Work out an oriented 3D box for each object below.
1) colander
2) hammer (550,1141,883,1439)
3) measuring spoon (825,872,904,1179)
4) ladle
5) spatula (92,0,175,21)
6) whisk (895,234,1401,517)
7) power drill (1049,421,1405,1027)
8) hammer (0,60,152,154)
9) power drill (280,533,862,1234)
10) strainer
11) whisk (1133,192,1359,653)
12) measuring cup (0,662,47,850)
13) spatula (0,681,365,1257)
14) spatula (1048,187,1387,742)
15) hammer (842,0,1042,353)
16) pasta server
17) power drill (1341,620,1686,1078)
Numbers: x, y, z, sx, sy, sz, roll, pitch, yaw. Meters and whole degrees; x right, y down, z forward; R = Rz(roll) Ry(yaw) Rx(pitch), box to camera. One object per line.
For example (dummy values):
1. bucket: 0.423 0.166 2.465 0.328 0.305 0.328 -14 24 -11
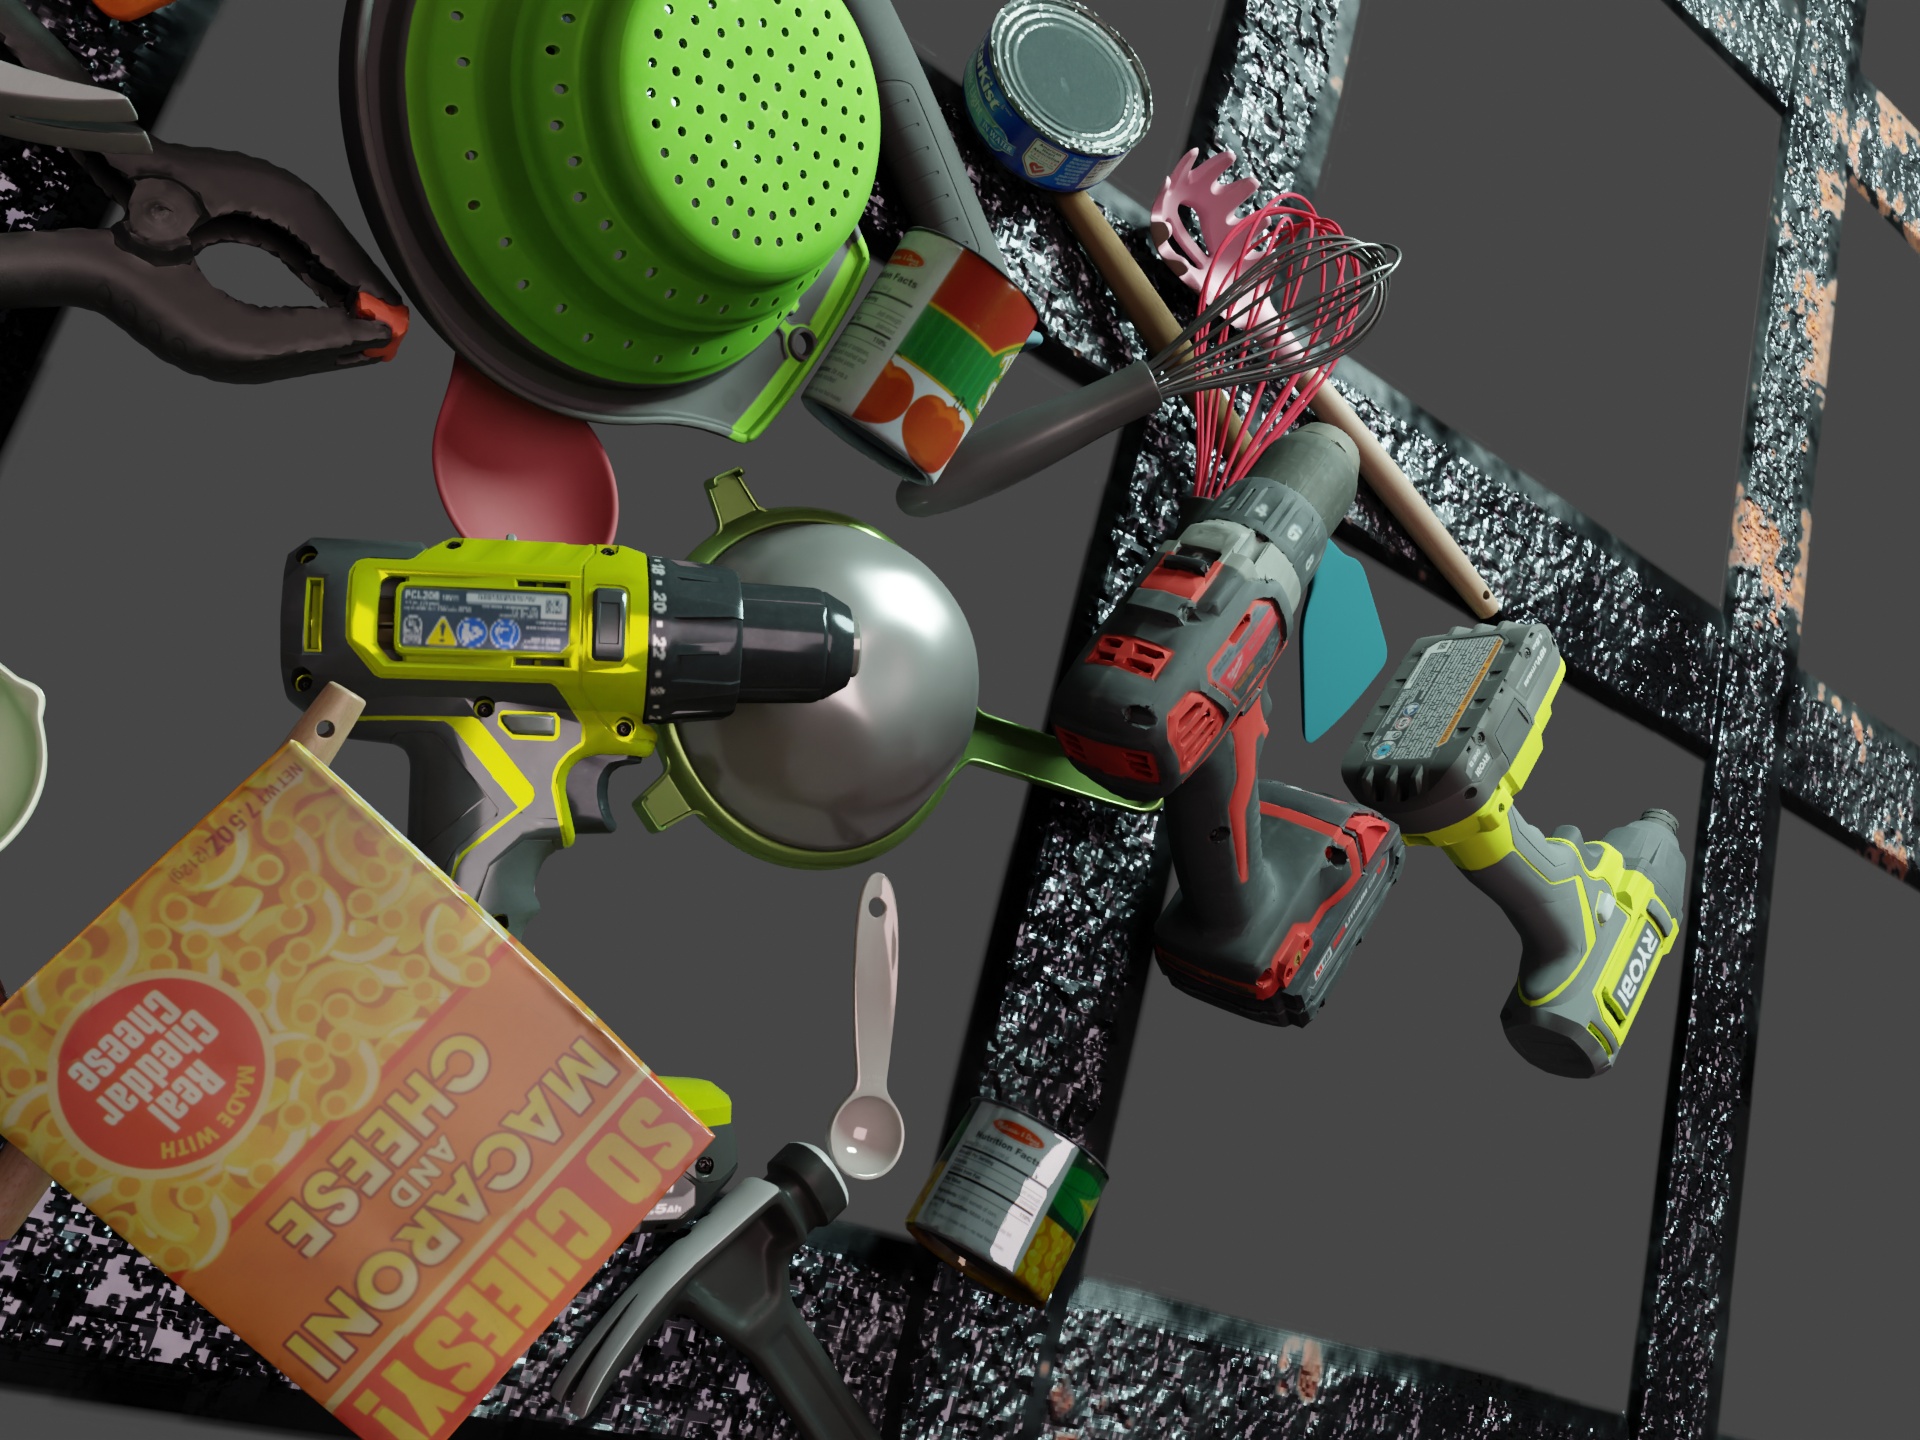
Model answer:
1. colander: -0.141 -0.248 0.494 0.396 0.094 0.204 44 68 -40
2. hammer: -0.021 0.336 0.625 0.127 0.034 0.336 -39 105 -32
3. measuring spoon: -0.039 0.125 0.655 0.034 0.018 0.124 13 70 -32
4. ladle: -0.184 -0.201 0.565 0.069 0.031 0.315 -20 103 -39
5. spatula: -0.178 -0.339 0.584 0.322 0.041 0.081 -31 107 -22
6. whisk: 0.080 -0.146 0.685 0.239 0.055 0.055 -26 100 3
7. power drill: 0.130 0.003 0.685 0.188 0.080 0.226 -52 138 -27
8. hammer: -0.247 -0.331 0.501 0.146 0.035 0.335 31 76 -10
9. power drill: -0.129 0.051 0.541 0.190 0.080 0.228 2 83 -15
10. strainer: -0.001 -0.002 0.659 0.256 0.069 0.151 18 74 -29
11. whisk: 0.119 -0.113 0.725 0.073 0.073 0.296 28 74 -28
12. measuring cup: -0.334 -0.027 0.461 0.083 0.038 0.167 -33 100 -32
13. spatula: -0.266 0.126 0.464 0.059 0.018 0.316 35 80 -26
14. spatula: 0.126 -0.137 0.791 0.082 0.044 0.317 -42 102 -30
15. hammer: -0.047 -0.311 0.691 0.128 0.033 0.331 -30 101 -32
16. pasta server: 0.199 -0.164 0.833 0.316 0.040 0.060 45 76 -22
17. power drill: 0.314 0.059 0.861 0.223 0.080 0.171 49 62 -23
